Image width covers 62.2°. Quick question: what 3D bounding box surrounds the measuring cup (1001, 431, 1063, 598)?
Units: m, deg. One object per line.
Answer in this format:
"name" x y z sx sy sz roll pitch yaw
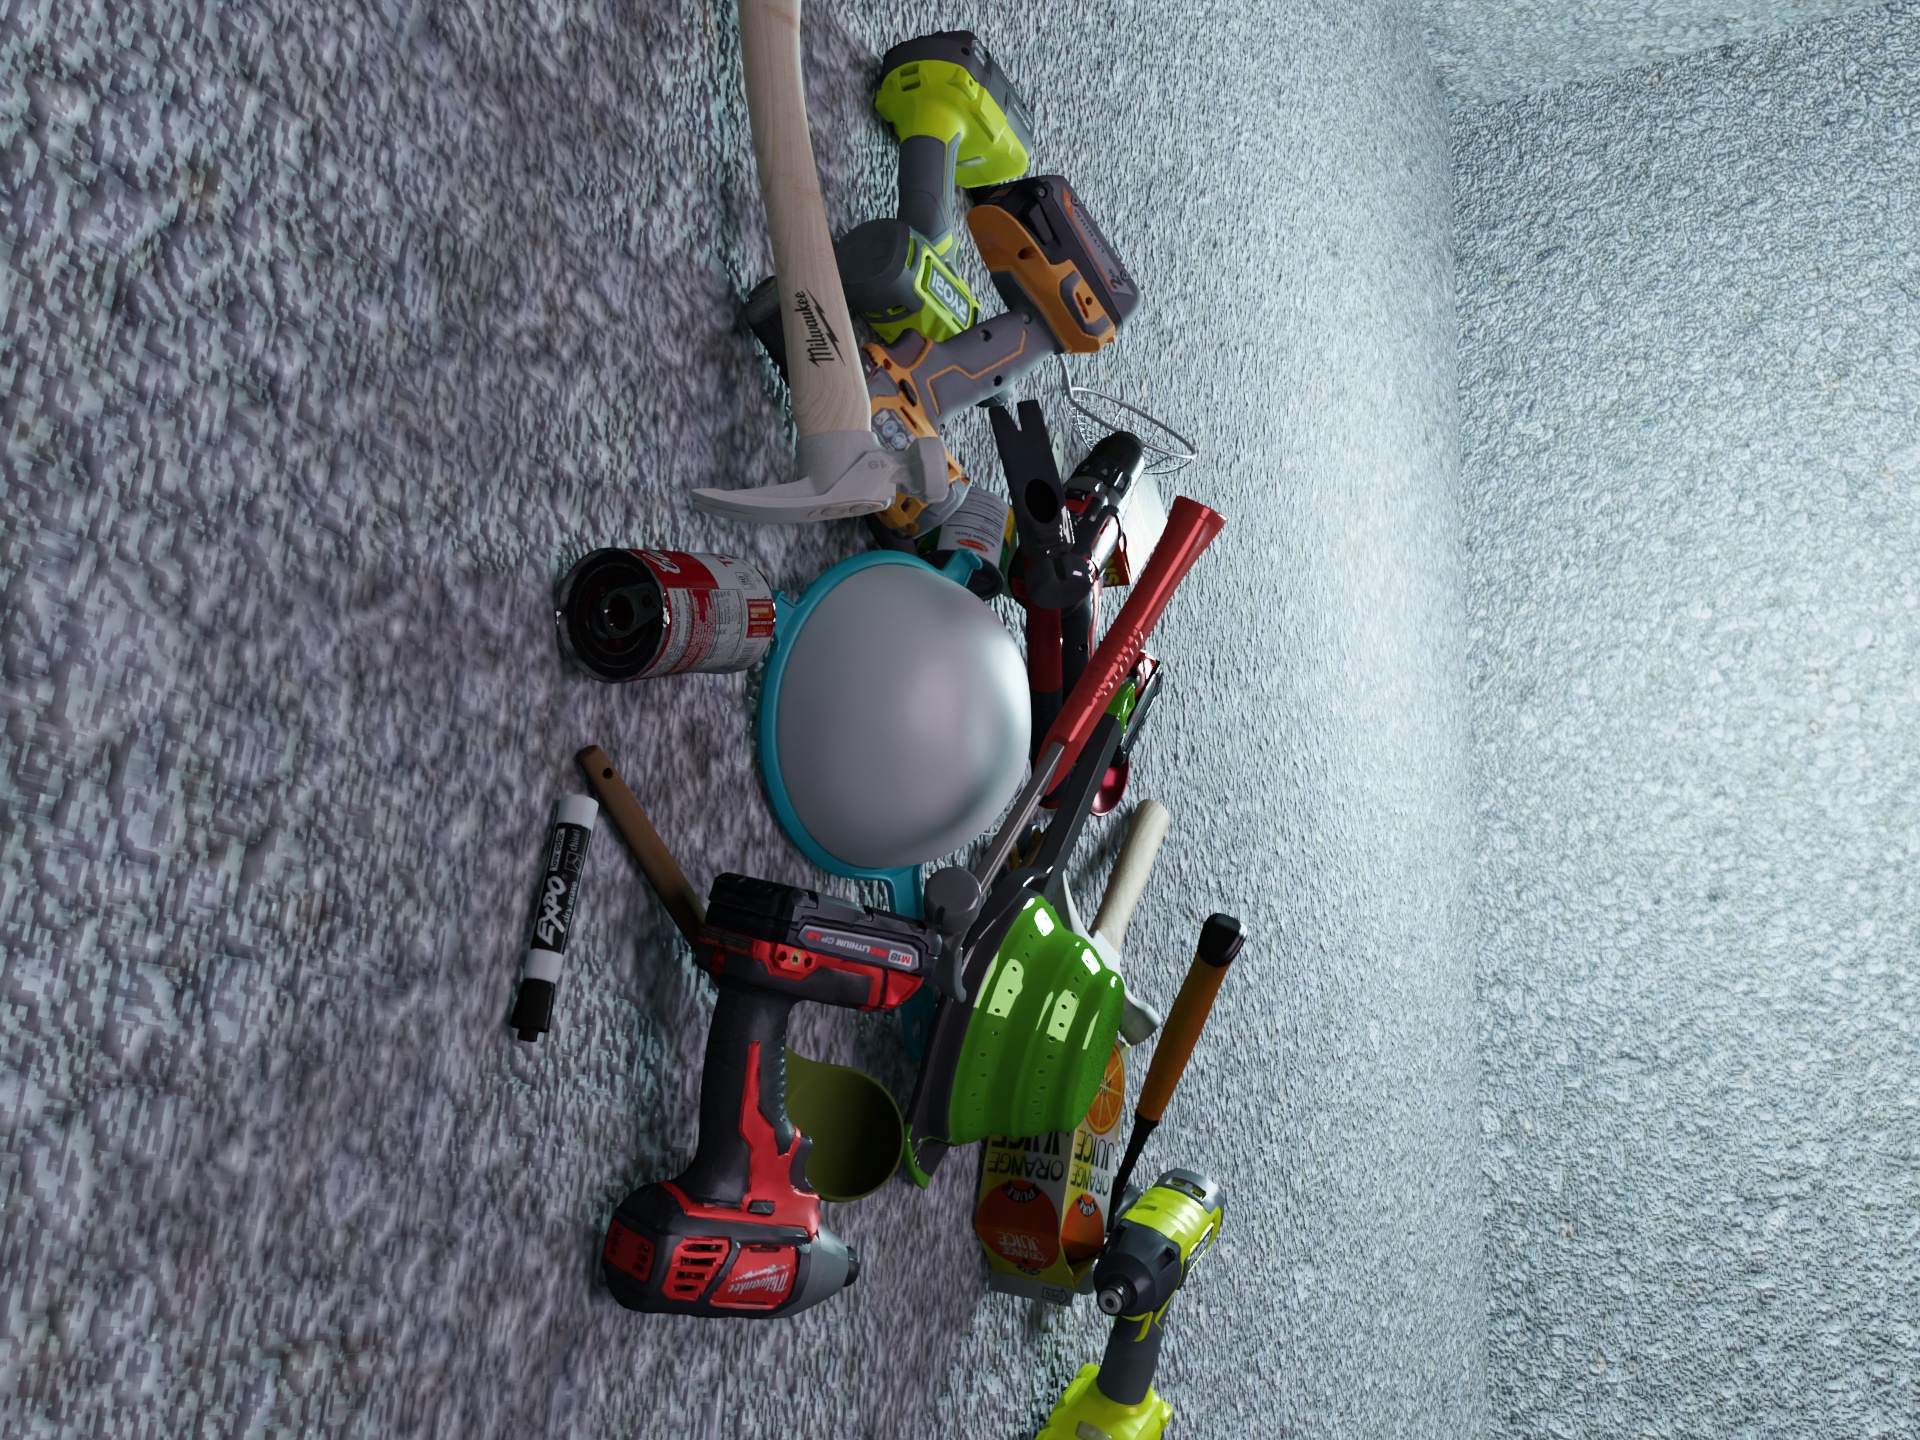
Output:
"measuring cup" 0.054 -0.168 1.275 0.083 0.038 0.168 55 38 -44

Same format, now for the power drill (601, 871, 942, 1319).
"power drill" -0.092 0.200 0.830 0.143 0.078 0.220 21 79 -38

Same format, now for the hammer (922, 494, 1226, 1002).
"hammer" 0.072 0.003 0.981 0.359 0.037 0.149 -58 167 -25

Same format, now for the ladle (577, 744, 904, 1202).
"ladle" -0.119 0.143 0.872 0.078 0.062 0.319 -47 125 -35

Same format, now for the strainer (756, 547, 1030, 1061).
"strainer" -0.013 0.063 1.002 0.211 0.095 0.340 -18 107 -47

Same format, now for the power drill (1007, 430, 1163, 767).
"power drill" 0.105 -0.096 1.242 0.226 0.080 0.188 78 32 -43

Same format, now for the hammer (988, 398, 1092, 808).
"hammer" 0.055 -0.052 1.107 0.386 0.038 0.143 83 -5 -62

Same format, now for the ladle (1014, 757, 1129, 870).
"ladle" 0.080 0.086 1.259 0.315 0.031 0.069 -43 128 -62

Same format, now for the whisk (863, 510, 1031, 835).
"whisk" -0.014 -0.048 1.110 0.070 0.070 0.284 -48 123 -54

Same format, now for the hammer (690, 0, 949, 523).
"hammer" -0.110 -0.316 0.946 0.038 0.146 0.411 115 -33 -76

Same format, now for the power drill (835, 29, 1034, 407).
"power drill" -0.007 -0.355 1.152 0.190 0.080 0.229 33 59 -55

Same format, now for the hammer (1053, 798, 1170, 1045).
"hammer" 0.134 0.137 1.318 0.130 0.031 0.331 50 23 -5

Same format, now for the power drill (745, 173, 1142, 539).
"power drill" -0.013 -0.254 1.018 0.226 0.084 0.185 -45 116 -10

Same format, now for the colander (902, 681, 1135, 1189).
"colander" 0.082 0.144 1.101 0.204 0.094 0.397 80 31 -57

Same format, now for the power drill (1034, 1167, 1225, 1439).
"power drill" 0.118 0.454 1.152 0.171 0.080 0.223 -15 122 -62

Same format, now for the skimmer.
"skimmer" 0.095 -0.355 1.328 0.362 0.090 0.127 61 4 -33

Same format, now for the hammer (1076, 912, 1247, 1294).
"hammer" 0.151 0.282 1.209 0.127 0.034 0.336 -44 154 -58
